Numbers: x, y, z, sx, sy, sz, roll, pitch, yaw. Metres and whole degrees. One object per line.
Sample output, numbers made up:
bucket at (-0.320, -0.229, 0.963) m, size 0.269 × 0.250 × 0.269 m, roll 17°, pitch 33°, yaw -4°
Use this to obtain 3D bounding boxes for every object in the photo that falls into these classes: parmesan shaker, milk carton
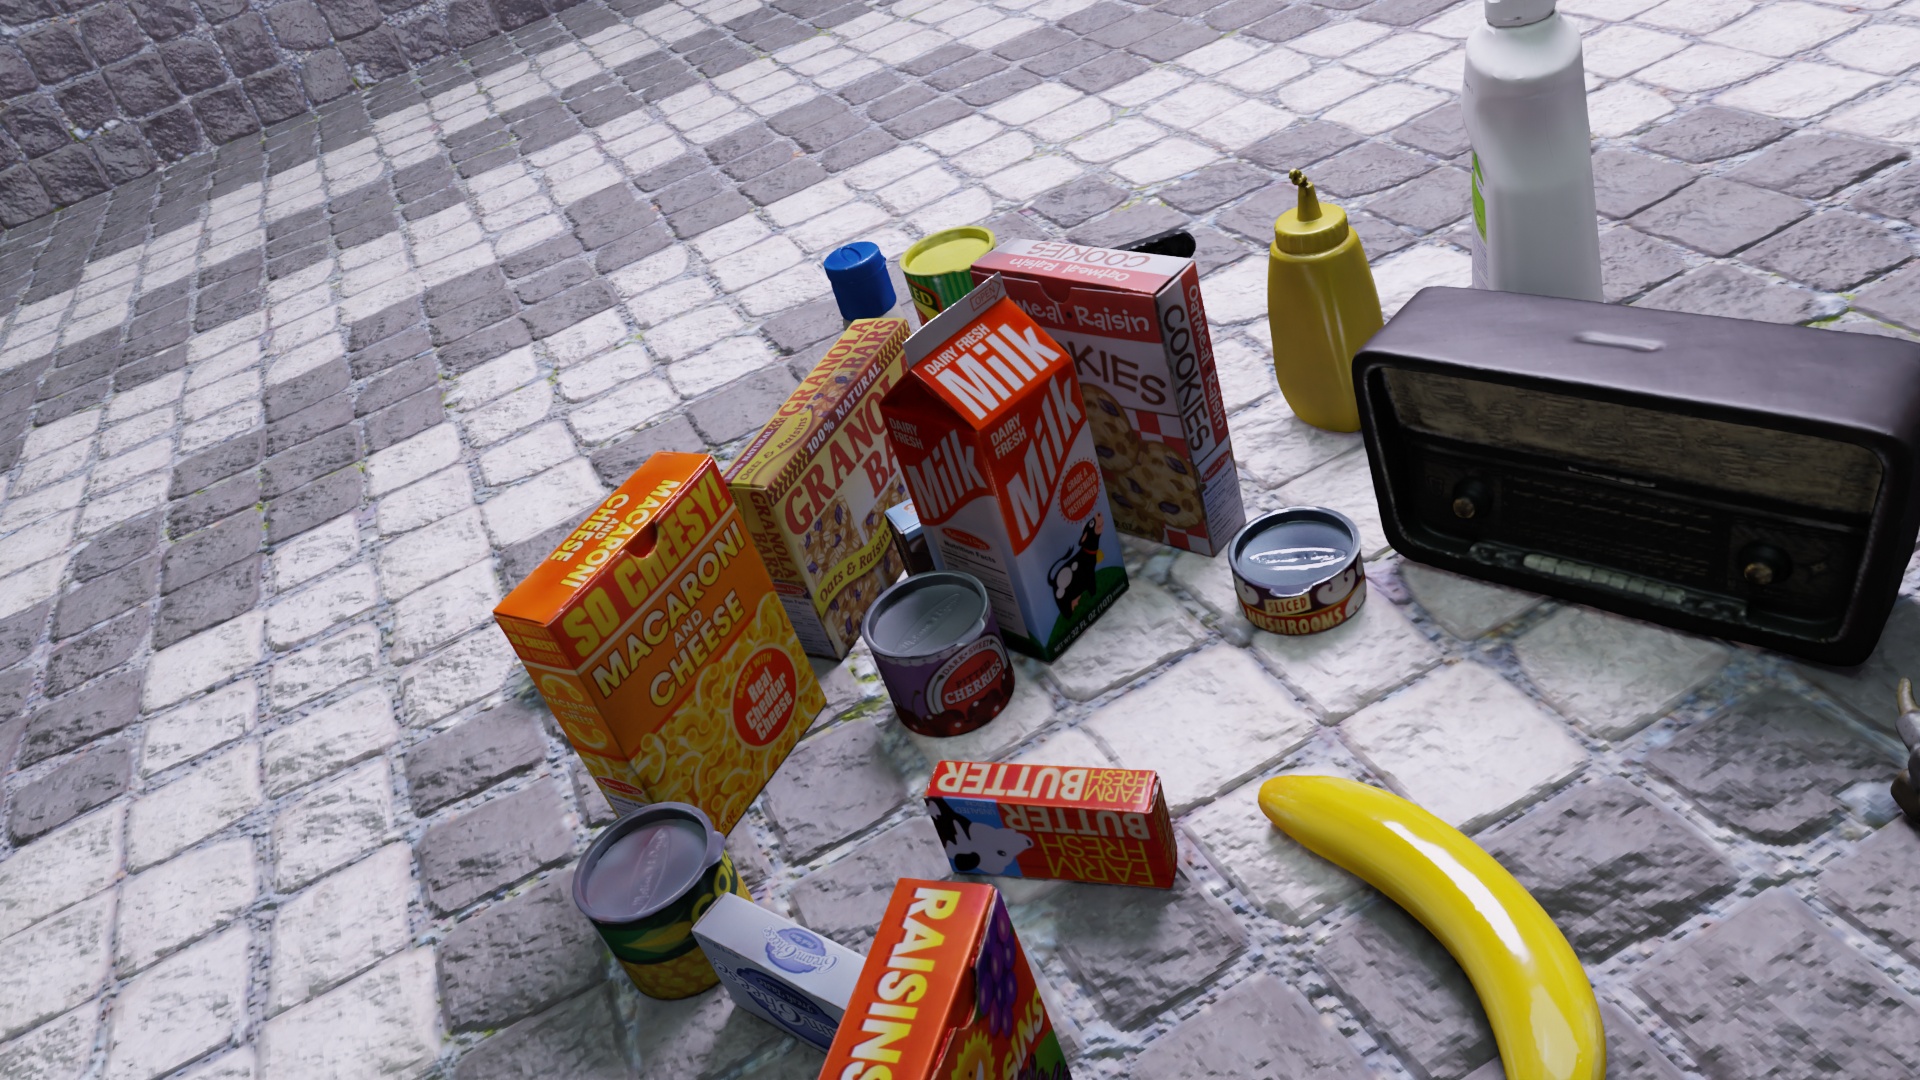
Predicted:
parmesan shaker at (0.006, -0.153, 0.949) m, size 0.071 × 0.102 × 0.072 m, roll -13°, pitch 35°, yaw 9°
milk carton at (0.021, -0.037, 0.710) m, size 0.073 × 0.189 × 0.072 m, roll 19°, pitch 50°, yaw 42°

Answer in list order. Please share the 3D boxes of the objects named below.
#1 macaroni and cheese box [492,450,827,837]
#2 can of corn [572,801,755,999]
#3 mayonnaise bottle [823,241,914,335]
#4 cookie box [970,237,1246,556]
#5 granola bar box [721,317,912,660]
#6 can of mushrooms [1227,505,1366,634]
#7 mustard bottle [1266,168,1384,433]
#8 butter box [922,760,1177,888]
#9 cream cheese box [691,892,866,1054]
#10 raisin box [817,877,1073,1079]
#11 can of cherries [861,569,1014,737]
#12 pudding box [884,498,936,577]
macaroni and cheese box at (-0.136, 0.059, 0.674) m, size 0.040 × 0.165 × 0.124 m, roll 6°, pitch 42°, yaw 32°
can of corn at (-0.129, 0.162, 0.625) m, size 0.071 × 0.058 × 0.071 m, roll -13°, pitch 35°, yaw 9°
mayonnaise bottle at (-0.048, -0.117, 0.887) m, size 0.041 × 0.147 × 0.065 m, roll -27°, pitch 36°, yaw -11°
cookie box at (0.081, -0.078, 0.757) m, size 0.123 × 0.166 × 0.040 m, roll 17°, pitch 48°, yaw 40°
granola bar box at (-0.065, -0.033, 0.801) m, size 0.039 × 0.123 × 0.166 m, roll 3°, pitch 41°, yaw 29°
can of mushrooms at (0.171, 0.016, 0.704) m, size 0.071 × 0.033 × 0.071 m, roll -12°, pitch 35°, yaw 9°
mustard bottle at (0.206, -0.138, 0.787) m, size 0.049 × 0.159 × 0.065 m, roll -35°, pitch 38°, yaw -22°
butter box at (0.040, 0.123, 0.604) m, size 0.103 × 0.053 × 0.024 m, roll -1°, pitch 39°, yaw 23°
cream cheese box at (-0.059, 0.184, 0.566) m, size 0.104 × 0.053 × 0.024 m, roll 13°, pitch 46°, yaw 37°
raisin box at (-0.001, 0.188, 0.474) m, size 0.040 × 0.122 × 0.086 m, roll -1°, pitch 39°, yaw 24°
can of cherries at (-0.009, 0.059, 0.708) m, size 0.071 × 0.058 × 0.072 m, roll -13°, pitch 35°, yaw 9°
pudding box at (0.003, -0.010, 0.804) m, size 0.084 × 0.049 × 0.030 m, roll -28°, pitch 36°, yaw -12°
